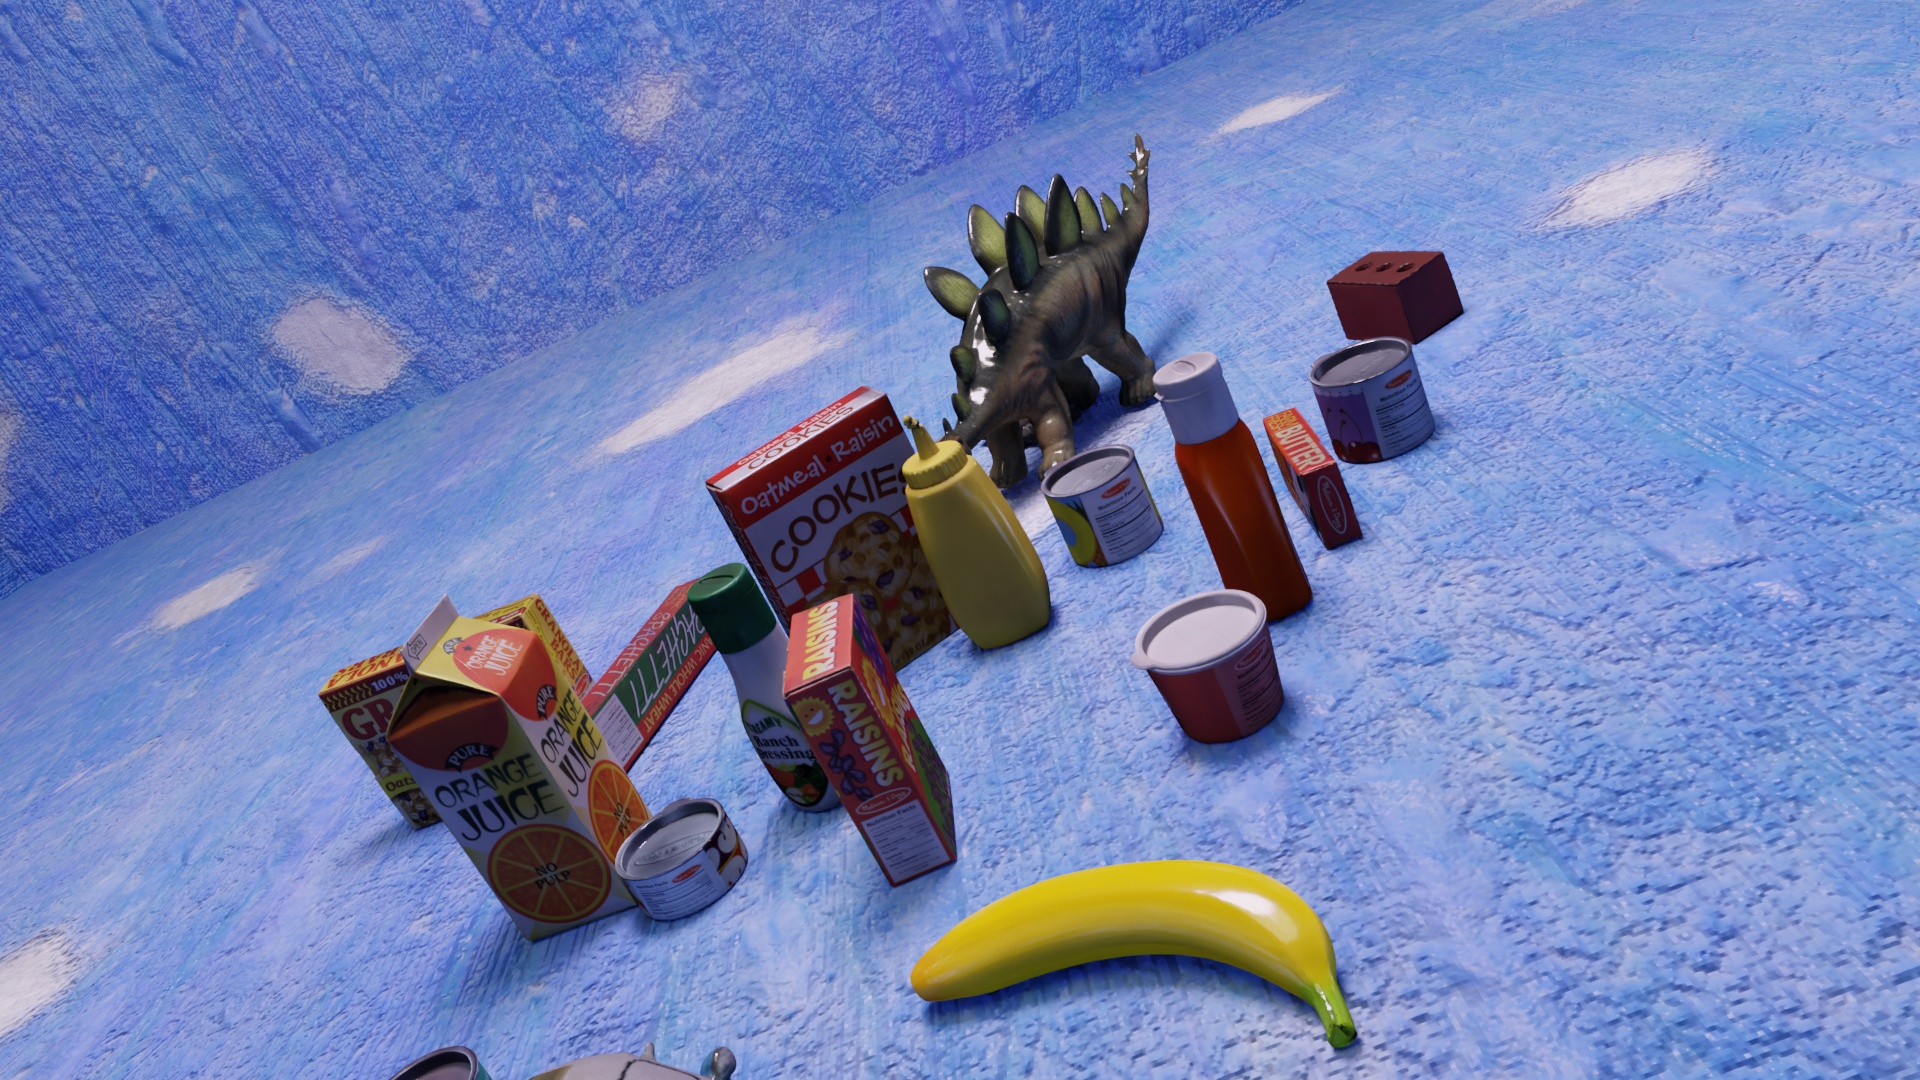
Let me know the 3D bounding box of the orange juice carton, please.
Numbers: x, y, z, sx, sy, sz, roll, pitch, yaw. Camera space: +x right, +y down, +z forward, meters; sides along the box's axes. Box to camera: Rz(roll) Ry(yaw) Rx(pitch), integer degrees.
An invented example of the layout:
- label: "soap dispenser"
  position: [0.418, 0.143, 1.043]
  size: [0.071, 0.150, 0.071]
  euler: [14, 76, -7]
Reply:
- label: "orange juice carton"
  position: [-0.250, 0.123, 0.780]
  size: [0.073, 0.192, 0.072]
  euler: [-21, 22, 10]

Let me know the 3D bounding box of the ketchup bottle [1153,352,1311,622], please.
- label: "ketchup bottle"
  position: [0.147, -0.030, 0.762]
  size: [0.043, 0.148, 0.065]
  euler: [-26, 22, -1]

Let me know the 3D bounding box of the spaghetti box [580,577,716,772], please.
- label: "spaghetti box"
  position: [-0.229, 0.111, 0.975]
  size: [0.028, 0.050, 0.251]
  euler: [-15, 24, 25]

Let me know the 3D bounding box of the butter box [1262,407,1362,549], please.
- label: "butter box"
  position: [0.212, -0.040, 0.844]
  size: [0.024, 0.053, 0.104]
  euler: [-22, 22, 9]

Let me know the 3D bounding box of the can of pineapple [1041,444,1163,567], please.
- label: "can of pineapple"
  position: [0.094, -0.024, 0.925]
  size: [0.071, 0.057, 0.071]
  euler: [-22, 22, 9]

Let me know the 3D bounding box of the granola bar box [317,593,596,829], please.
- label: "granola bar box"
  position: [-0.340, 0.121, 0.969]
  size: [0.165, 0.124, 0.039]
  euler: [-21, 22, 11]

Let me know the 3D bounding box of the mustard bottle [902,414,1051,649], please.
- label: "mustard bottle"
  position: [0.003, -0.011, 0.856]
  size: [0.065, 0.159, 0.049]
  euler: [-22, 22, 9]

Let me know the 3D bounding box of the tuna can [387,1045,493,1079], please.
- label: "tuna can"
  position: [-0.249, 0.276, 0.650]
  size: [0.071, 0.032, 0.071]
  euler: [-21, 22, 9]

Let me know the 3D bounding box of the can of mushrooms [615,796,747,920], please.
- label: "can of mushrooms"
  position: [-0.154, 0.176, 0.773]
  size: [0.071, 0.033, 0.071]
  euler: [-21, 22, 9]

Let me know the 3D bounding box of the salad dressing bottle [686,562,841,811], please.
- label: "salad dressing bottle"
  position: [-0.103, 0.082, 0.777]
  size: [0.064, 0.147, 0.044]
  euler: [-7, 29, 39]

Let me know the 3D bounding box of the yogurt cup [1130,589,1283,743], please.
- label: "yogurt cup"
  position: [0.128, 0.064, 0.698]
  size: [0.072, 0.053, 0.073]
  euler: [-22, 22, 9]

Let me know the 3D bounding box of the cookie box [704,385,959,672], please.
- label: "cookie box"
  position: [-0.070, 0.004, 0.891]
  size: [0.123, 0.167, 0.040]
  euler: [-34, 23, -20]

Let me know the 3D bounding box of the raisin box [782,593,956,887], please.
- label: "raisin box"
  position: [-0.046, 0.100, 0.709]
  size: [0.040, 0.123, 0.086]
  euler: [-23, 22, 6]

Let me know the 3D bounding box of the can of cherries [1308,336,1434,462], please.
- label: "can of cherries"
  position: [0.264, -0.091, 0.896]
  size: [0.071, 0.058, 0.072]
  euler: [-22, 22, 9]
